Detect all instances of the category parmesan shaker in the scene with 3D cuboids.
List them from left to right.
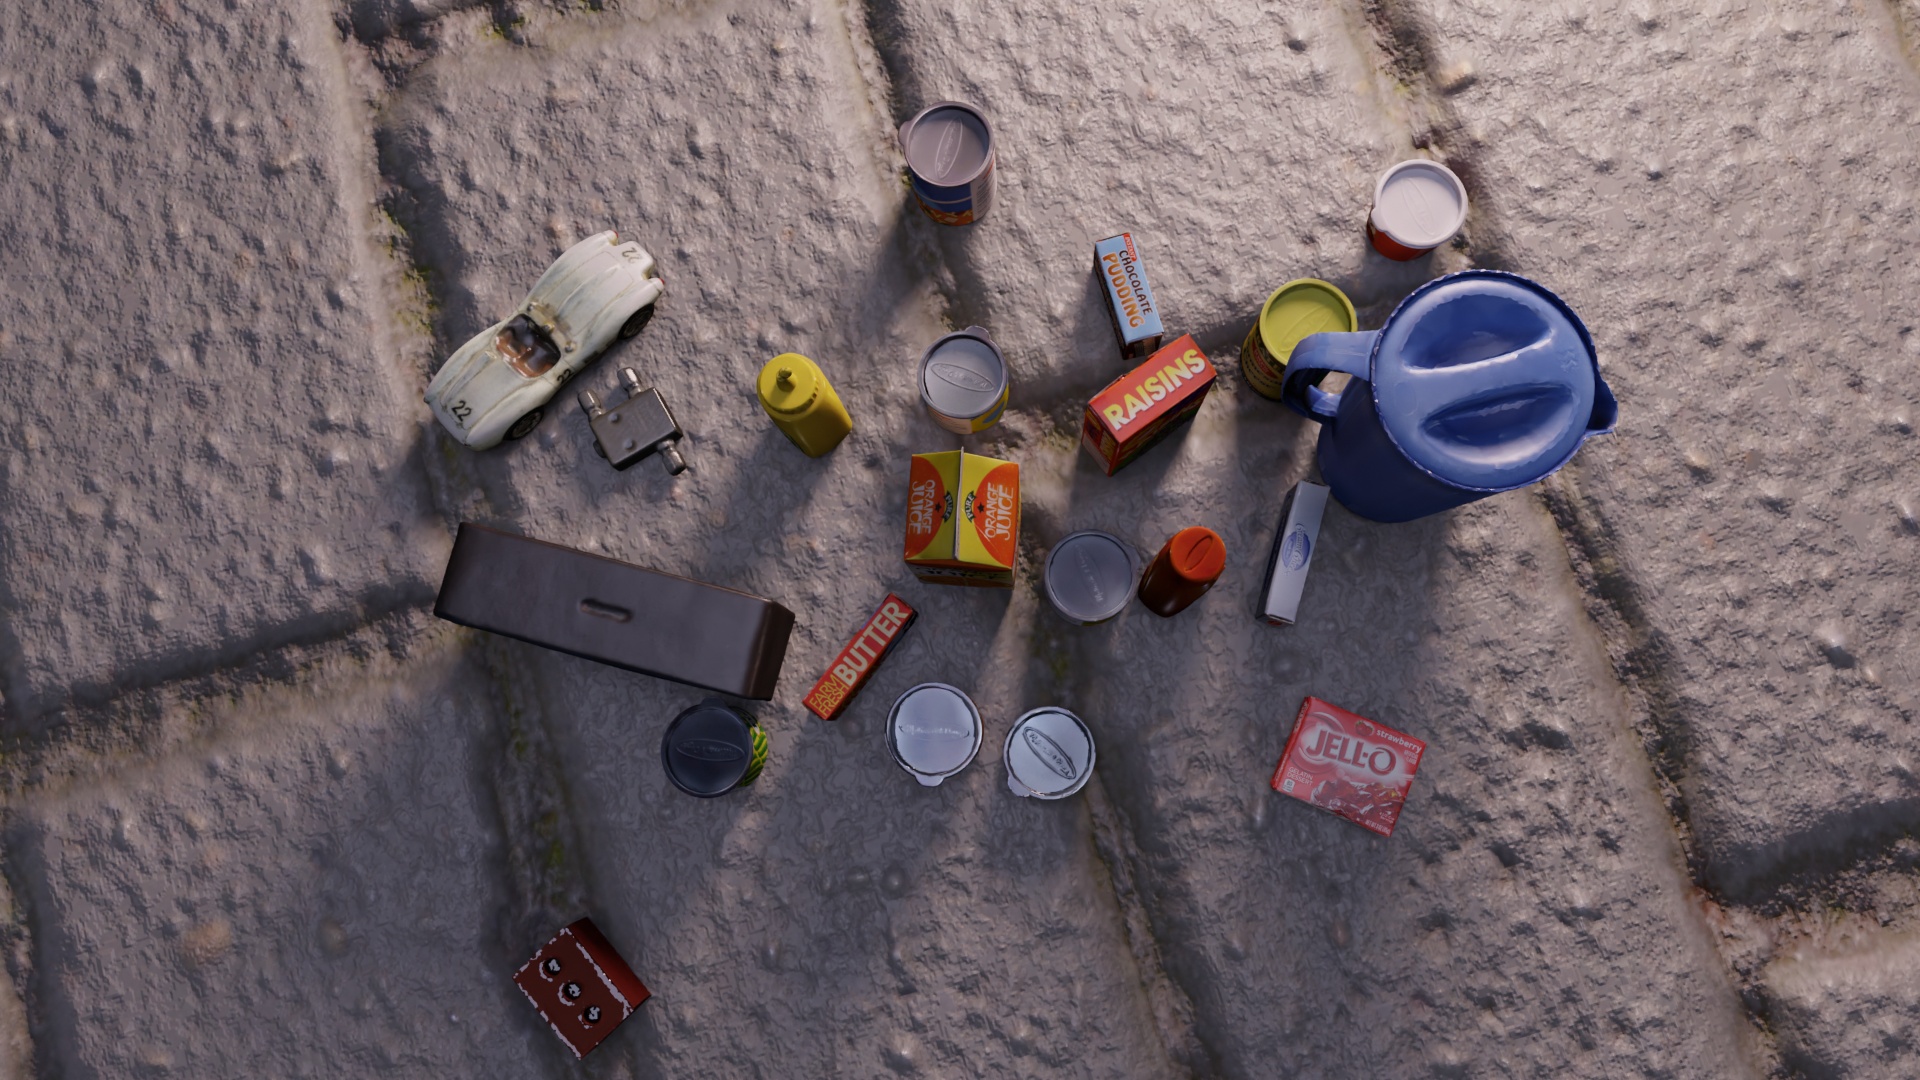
[{"bbox_3d":[0.243,-0.139,1.002,0.071,0.103,0.071,0,82,3],"label":"parmesan shaker"}]

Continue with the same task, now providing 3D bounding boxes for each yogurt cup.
[{"bbox_3d":[0.337,-0.243,1.038,0.072,0.054,0.072,0,82,3],"label":"yogurt cup"}]

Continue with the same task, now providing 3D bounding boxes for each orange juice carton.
[{"bbox_3d":[0.003,-0.012,0.950,0.073,0.192,0.072,4,83,3],"label":"orange juice carton"}]

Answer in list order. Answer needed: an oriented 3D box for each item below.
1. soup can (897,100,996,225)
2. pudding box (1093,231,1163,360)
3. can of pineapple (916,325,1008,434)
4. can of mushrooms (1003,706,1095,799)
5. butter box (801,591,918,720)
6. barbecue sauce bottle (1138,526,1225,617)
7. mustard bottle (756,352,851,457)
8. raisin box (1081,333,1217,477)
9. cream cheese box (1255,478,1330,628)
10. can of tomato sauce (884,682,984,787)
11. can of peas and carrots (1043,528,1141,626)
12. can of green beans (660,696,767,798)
[{"bbox_3d":[-0.009,-0.283,1.044,0.071,0.083,0.071,0,82,3],"label":"soup can"},{"bbox_3d":[0.125,-0.182,1.041,0.030,0.049,0.084,-16,82,1],"label":"pudding box"},{"bbox_3d":[0.004,-0.118,1.033,0.071,0.058,0.071,0,82,3],"label":"can of pineapple"},{"bbox_3d":[0.062,0.155,1.004,0.071,0.033,0.071,0,82,3],"label":"can of mushrooms"},{"bbox_3d":[-0.071,0.085,1.010,0.024,0.053,0.103,38,85,7],"label":"butter box"},{"bbox_3d":[0.156,0.018,0.961,0.044,0.148,0.065,38,86,7],"label":"barbecue sauce bottle"},{"bbox_3d":[-0.116,-0.101,0.985,0.049,0.160,0.065,-39,82,-3],"label":"mustard bottle"},{"bbox_3d":[0.132,-0.094,0.991,0.086,0.123,0.040,-35,82,-2],"label":"raisin box"},{"bbox_3d":[0.240,0.010,1.006,0.024,0.053,0.104,16,83,5],"label":"cream cheese box"},{"bbox_3d":[-0.016,0.137,0.985,0.071,0.083,0.071,0,82,3],"label":"can of tomato sauce"},{"bbox_3d":[0.095,0.027,1.008,0.071,0.058,0.071,0,82,3],"label":"can of peas and carrots"},{"bbox_3d":[-0.177,0.151,1.003,0.071,0.057,0.071,0,82,3],"label":"can of green beans"}]
